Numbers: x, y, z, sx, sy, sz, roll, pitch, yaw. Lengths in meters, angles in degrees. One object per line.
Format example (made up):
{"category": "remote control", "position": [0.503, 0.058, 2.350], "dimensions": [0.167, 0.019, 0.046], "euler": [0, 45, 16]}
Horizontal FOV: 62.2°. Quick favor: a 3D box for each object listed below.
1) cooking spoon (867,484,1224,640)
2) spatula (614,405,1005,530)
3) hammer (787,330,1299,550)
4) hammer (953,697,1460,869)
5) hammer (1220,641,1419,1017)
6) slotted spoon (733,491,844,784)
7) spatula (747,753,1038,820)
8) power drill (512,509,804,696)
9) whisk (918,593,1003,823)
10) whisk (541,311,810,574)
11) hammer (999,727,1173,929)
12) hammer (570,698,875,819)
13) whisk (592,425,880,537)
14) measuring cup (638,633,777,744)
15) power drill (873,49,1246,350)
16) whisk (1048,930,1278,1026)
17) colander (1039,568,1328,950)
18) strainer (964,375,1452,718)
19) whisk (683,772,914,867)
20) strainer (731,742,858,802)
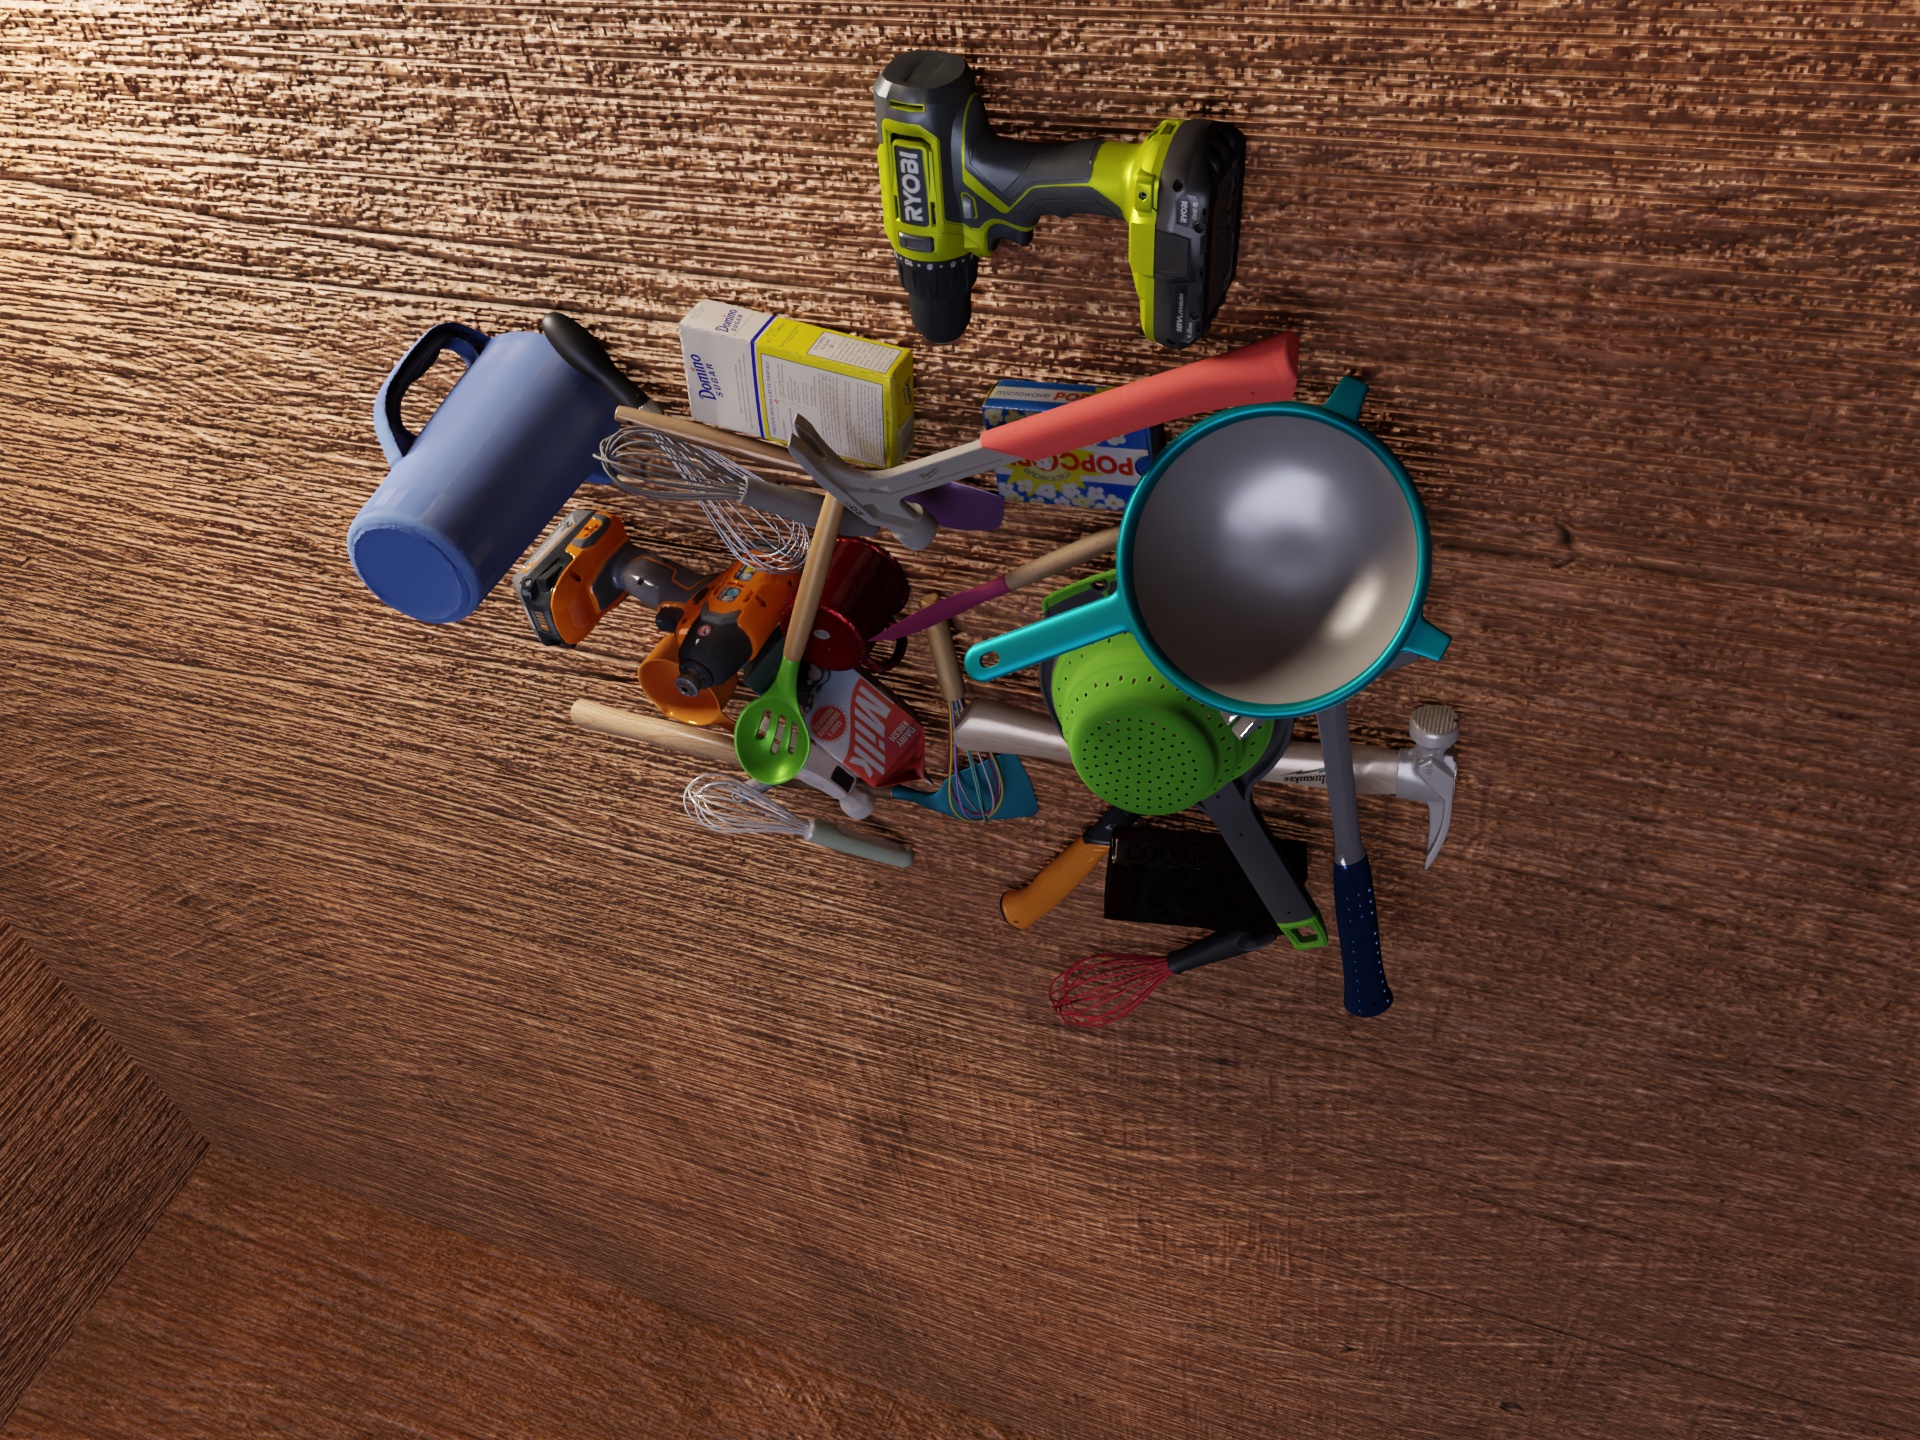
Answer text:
{"category": "cooking spoon", "position": [0.059, -0.115, 1.225], "dimensions": [0.319, 0.069, 0.017], "euler": [-21, 91, 30]}
{"category": "spatula", "position": [-0.119, -0.200, 1.253], "dimensions": [0.316, 0.018, 0.059], "euler": [16, 150, 1]}
{"category": "hammer", "position": [0.058, -0.201, 1.078], "dimensions": [0.359, 0.037, 0.149], "euler": [-11, 147, 35]}
{"category": "hammer", "position": [0.194, 0.036, 1.312], "dimensions": [0.411, 0.038, 0.146], "euler": [6, 130, 18]}
{"category": "hammer", "position": [0.298, 0.101, 1.245], "dimensions": [0.144, 0.035, 0.405], "euler": [-21, 131, -3]}
{"category": "slotted spoon", "position": [-0.129, -0.071, 1.288], "dimensions": [0.070, 0.031, 0.313], "euler": [26, 129, 8]}
{"category": "spatula", "position": [-0.078, 0.060, 1.550], "dimensions": [0.318, 0.044, 0.082], "euler": [5, 136, 33]}
{"category": "power drill", "position": [-0.266, -0.098, 1.367], "dimensions": [0.226, 0.164, 0.084], "euler": [13, 140, 21]}
{"category": "whisk", "position": [-0.004, -0.003, 1.402], "dimensions": [0.047, 0.051, 0.244], "euler": [-6, 125, 13]}
{"category": "whisk", "position": [-0.229, -0.226, 1.293], "dimensions": [0.284, 0.070, 0.070], "euler": [44, 139, -12]}
{"category": "hammer", "position": [0.129, 0.122, 1.489], "dimensions": [0.127, 0.034, 0.336], "euler": [33, 142, -5]}
{"category": "hammer", "position": [-0.242, 0.021, 1.499], "dimensions": [0.331, 0.031, 0.129], "euler": [12, 158, 31]}
{"category": "whisk", "position": [-0.172, -0.181, 1.252], "dimensions": [0.238, 0.055, 0.055], "euler": [13, 149, -26]}
{"category": "measuring cup", "position": [-0.220, -0.021, 1.515], "dimensions": [0.173, 0.052, 0.095], "euler": [32, 143, -7]}
{"category": "power drill", "position": [0.056, -0.311, 1.010], "dimensions": [0.228, 0.080, 0.190], "euler": [16, 140, 18]}
{"category": "whisk", "position": [0.197, 0.245, 1.573], "dimensions": [0.073, 0.073, 0.296], "euler": [43, 133, -19]}
{"category": "colander", "position": [0.189, 0.065, 1.246], "dimensions": [0.204, 0.095, 0.396], "euler": [-17, 120, 33]}
{"category": "strainer", "position": [0.166, -0.090, 1.121], "dimensions": [0.340, 0.095, 0.211], "euler": [-19, 86, 25]}
{"category": "whisk", "position": [-0.157, 0.105, 1.584], "dimensions": [0.246, 0.058, 0.059], "euler": [18, 108, -20]}
{"category": "strainer", "position": [-0.151, 0.040, 1.540], "dimensions": [0.258, 0.050, 0.087], "euler": [-27, 97, 44]}
